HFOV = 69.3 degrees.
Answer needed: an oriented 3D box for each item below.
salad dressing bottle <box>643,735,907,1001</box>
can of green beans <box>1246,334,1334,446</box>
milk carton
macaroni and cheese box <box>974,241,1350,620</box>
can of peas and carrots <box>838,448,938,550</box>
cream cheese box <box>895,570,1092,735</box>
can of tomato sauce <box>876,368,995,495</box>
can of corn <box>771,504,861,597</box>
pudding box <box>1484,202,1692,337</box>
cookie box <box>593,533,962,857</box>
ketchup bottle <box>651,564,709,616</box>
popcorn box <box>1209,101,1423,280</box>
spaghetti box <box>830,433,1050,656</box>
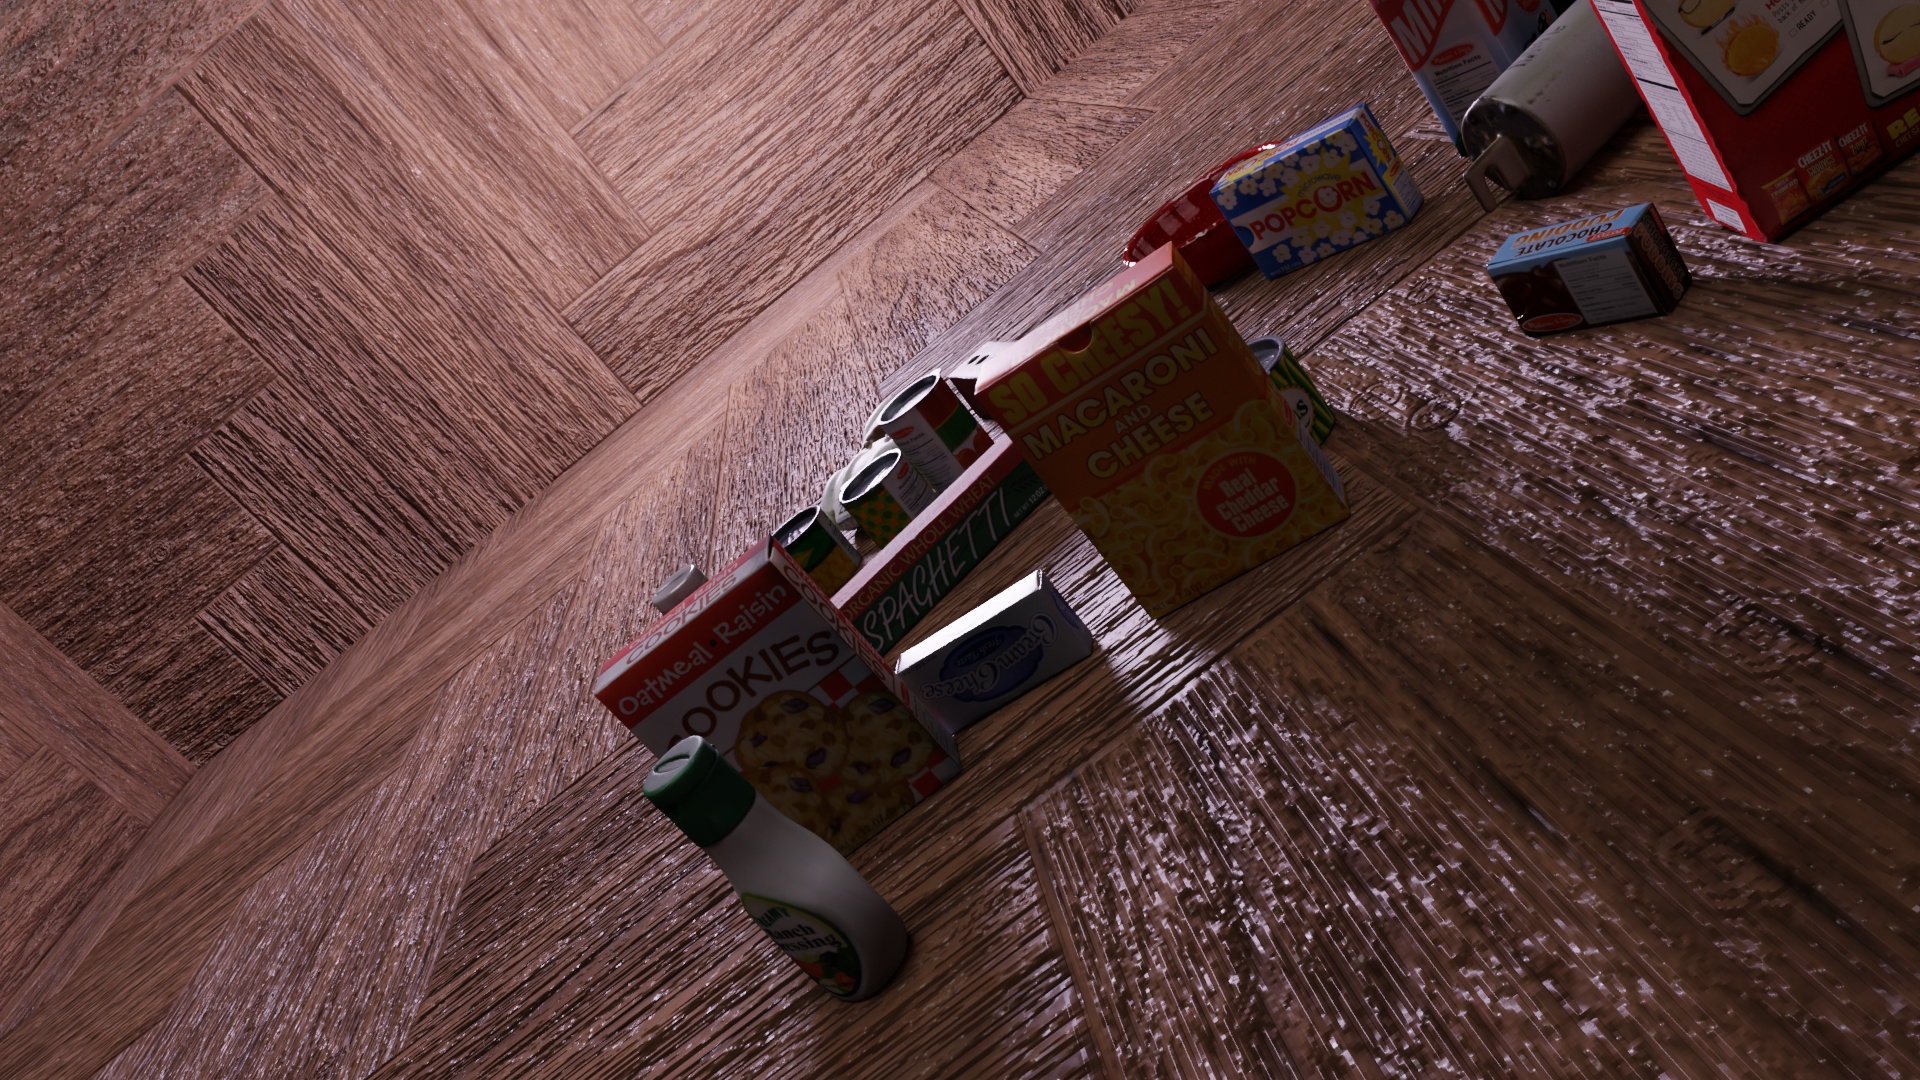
[{"bbox_3d":[-0.087,0.154,0.653,0.064,0.147,0.044,-21,26,43],"label":"salad dressing bottle"},{"bbox_3d":[0.177,-0.078,0.817,0.071,0.057,0.071,-35,20,14],"label":"can of green beans"},{"bbox_3d":[0.344,-0.370,0.956,0.072,0.190,0.073,-49,21,-25],"label":"milk carton"},{"bbox_3d":[0.106,-0.053,0.727,0.123,0.166,0.040,-31,21,23],"label":"macaroni and cheese box"},{"bbox_3d":[-0.059,-0.032,1.148,0.071,0.058,0.071,-35,20,14],"label":"can of peas and carrots"},{"bbox_3d":[0.019,0.065,0.797,0.103,0.053,0.024,-33,20,19],"label":"cream cheese box"},{"bbox_3d":[-0.017,-0.090,1.163,0.071,0.083,0.071,-35,20,15],"label":"can of tomato sauce"},{"bbox_3d":[-0.128,0.015,1.175,0.071,0.058,0.071,-35,20,14],"label":"can of corn"},{"bbox_3d":[0.316,-0.135,0.702,0.030,0.049,0.083,-48,21,-22],"label":"pudding box"},{"bbox_3d":[-0.099,0.098,0.770,0.123,0.167,0.040,-37,19,7],"label":"cookie box"},{"bbox_3d":[-0.139,0.080,0.912,0.064,0.148,0.044,-36,19,11],"label":"ketchup bottle"},{"bbox_3d":[0.258,-0.252,1.011,0.126,0.085,0.038,-17,30,49],"label":"popcorn box"},{"bbox_3d":[0.004,-0.013,1.004,0.250,0.050,0.028,-44,19,-12],"label":"spaghetti box"}]
